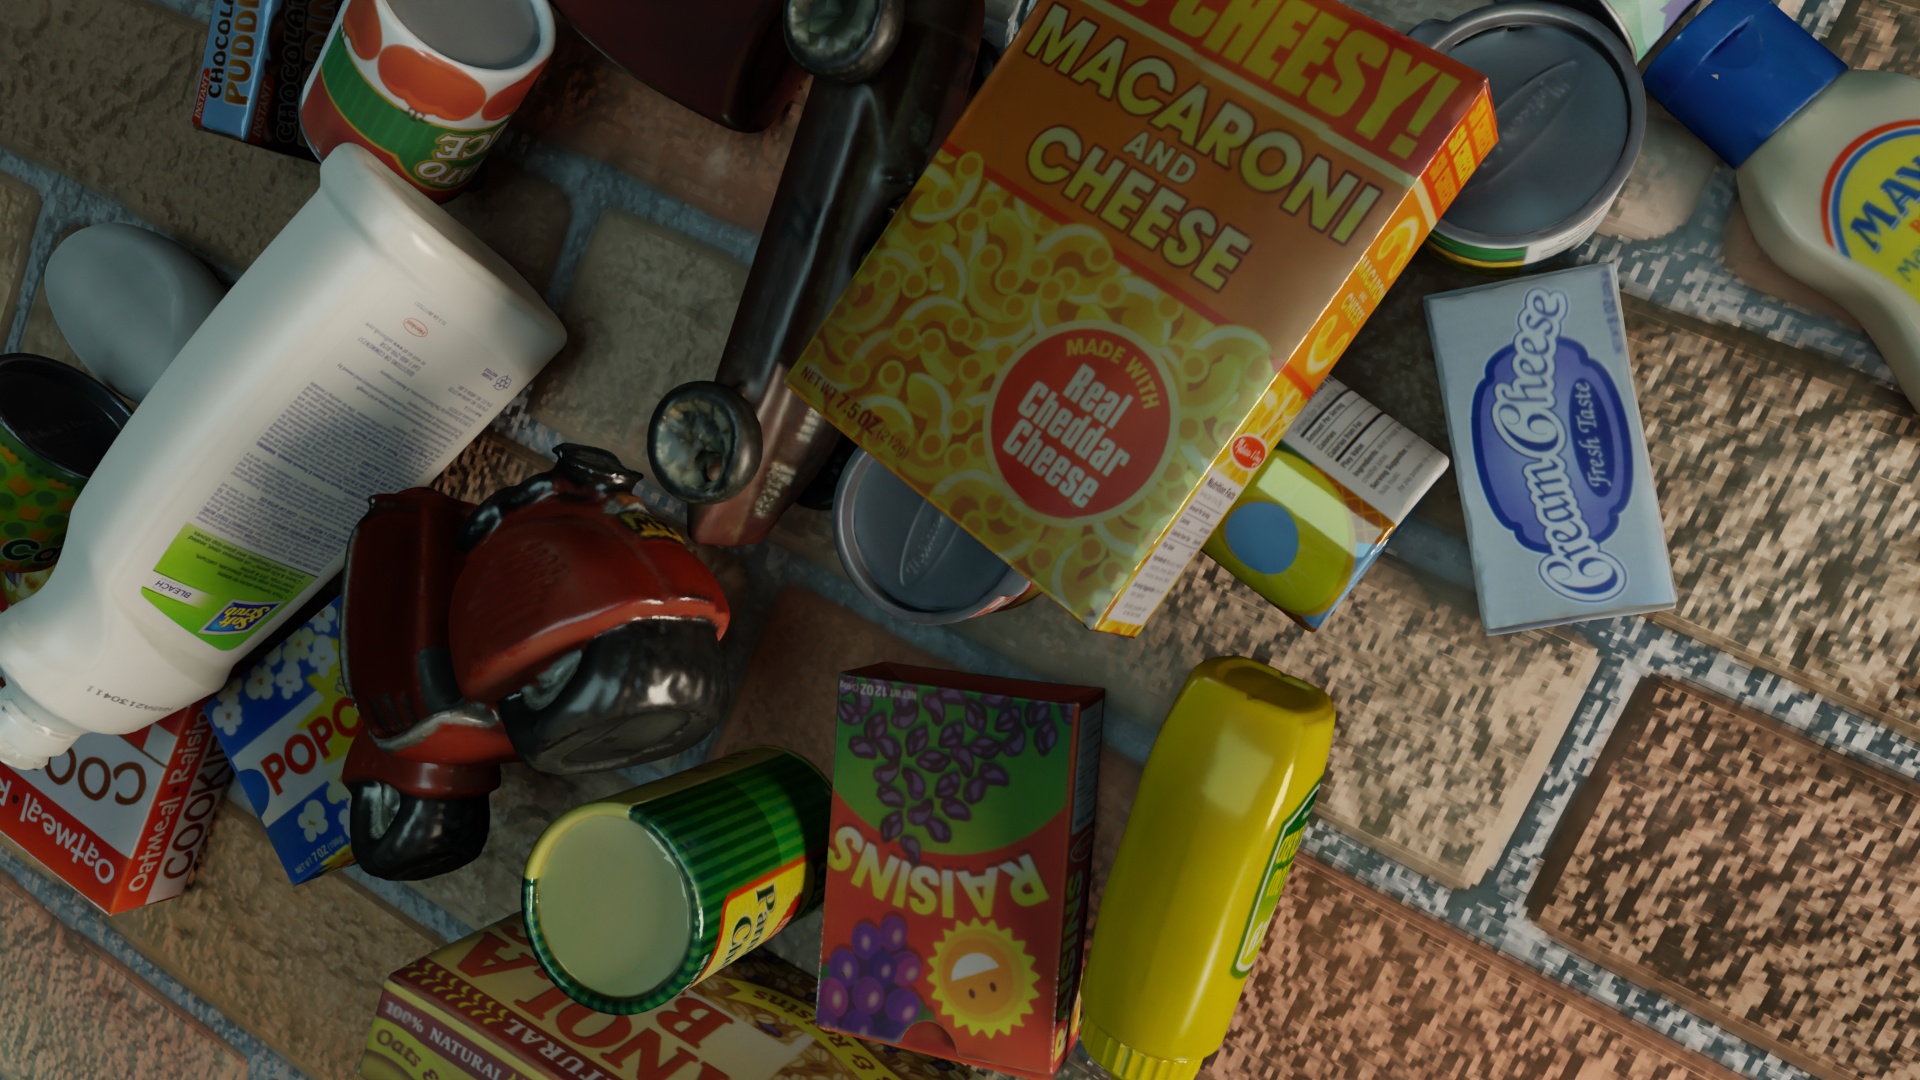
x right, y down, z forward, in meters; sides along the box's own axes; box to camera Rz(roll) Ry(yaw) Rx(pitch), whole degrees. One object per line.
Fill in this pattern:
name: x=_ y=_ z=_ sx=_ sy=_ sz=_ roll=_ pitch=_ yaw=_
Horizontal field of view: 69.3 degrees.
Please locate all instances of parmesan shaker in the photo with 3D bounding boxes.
parmesan shaker: x=-0.091 y=0.112 z=0.466 sx=0.071 sy=0.103 sz=0.071 roll=1 pitch=92 yaw=20

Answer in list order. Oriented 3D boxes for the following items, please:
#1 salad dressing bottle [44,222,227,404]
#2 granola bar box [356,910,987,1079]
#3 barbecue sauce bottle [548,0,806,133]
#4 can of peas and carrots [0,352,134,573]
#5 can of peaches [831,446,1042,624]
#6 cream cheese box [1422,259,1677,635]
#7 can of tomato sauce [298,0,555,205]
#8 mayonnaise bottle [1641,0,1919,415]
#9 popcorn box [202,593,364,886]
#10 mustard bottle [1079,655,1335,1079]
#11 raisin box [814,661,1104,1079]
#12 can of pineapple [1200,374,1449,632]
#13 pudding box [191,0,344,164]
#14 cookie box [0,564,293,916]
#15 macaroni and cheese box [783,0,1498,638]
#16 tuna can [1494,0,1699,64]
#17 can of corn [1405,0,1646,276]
salad dressing bottle: x=-0.317 y=-0.070 z=0.577 sx=0.148 sy=0.044 sz=0.064 roll=43 pitch=102 yaw=13
granola bar box: x=-0.088 y=0.175 z=0.455 sx=0.166 sy=0.124 sz=0.039 roll=24 pitch=100 yaw=18
barbecue sauce bottle: x=-0.122 y=-0.207 z=0.505 sx=0.149 sy=0.044 sz=0.064 roll=33 pitch=103 yaw=17
can of peas and carrots: x=-0.362 y=-0.028 z=0.541 sx=0.058 sy=0.071 sz=0.071 roll=-40 pitch=78 yaw=12
can of peaches: x=0.002 y=-0.006 z=0.456 sx=0.071 sy=0.058 sz=0.071 roll=0 pitch=91 yaw=19
cream cheese box: x=0.173 y=-0.027 z=0.412 sx=0.053 sy=0.024 sz=0.104 roll=-10 pitch=87 yaw=20
can of tomato sauce: x=-0.192 y=-0.169 z=0.503 sx=0.082 sy=0.071 sz=0.071 roll=-31 pitch=80 yaw=46
mayonnaise bottle: x=0.252 y=-0.088 z=0.374 sx=0.064 sy=0.041 sz=0.148 roll=-45 pitch=77 yaw=17
popcorn box: x=-0.228 y=0.066 z=0.550 sx=0.126 sy=0.038 sz=0.085 roll=-35 pitch=81 yaw=17
mustard bottle: x=0.070 y=0.117 z=0.433 sx=0.049 sy=0.065 sz=0.159 roll=21 pitch=104 yaw=24
raisin box: x=0.000 y=0.108 z=0.468 sx=0.086 sy=0.040 sz=0.123 roll=5 pitch=93 yaw=19
can of pineapple: x=0.102 y=-0.014 z=0.417 sx=0.058 sy=0.071 sz=0.071 roll=39 pitch=103 yaw=15
pudding box: x=-0.270 y=-0.198 z=0.555 sx=0.030 sy=0.050 sz=0.083 roll=18 pitch=97 yaw=17
cookie box: x=-0.362 y=0.056 z=0.597 sx=0.123 sy=0.040 sz=0.167 roll=27 pitch=98 yaw=17
macaroni and cheese box: x=0.045 y=-0.076 z=0.386 sx=0.124 sy=0.040 sz=0.166 roll=39 pitch=99 yaw=24
tuna can: x=0.172 y=-0.164 z=0.385 sx=0.071 sy=0.071 sz=0.032 roll=45 pitch=104 yaw=13
can of corn: x=0.155 y=-0.114 z=0.399 sx=0.071 sy=0.058 sz=0.071 roll=0 pitch=91 yaw=20
